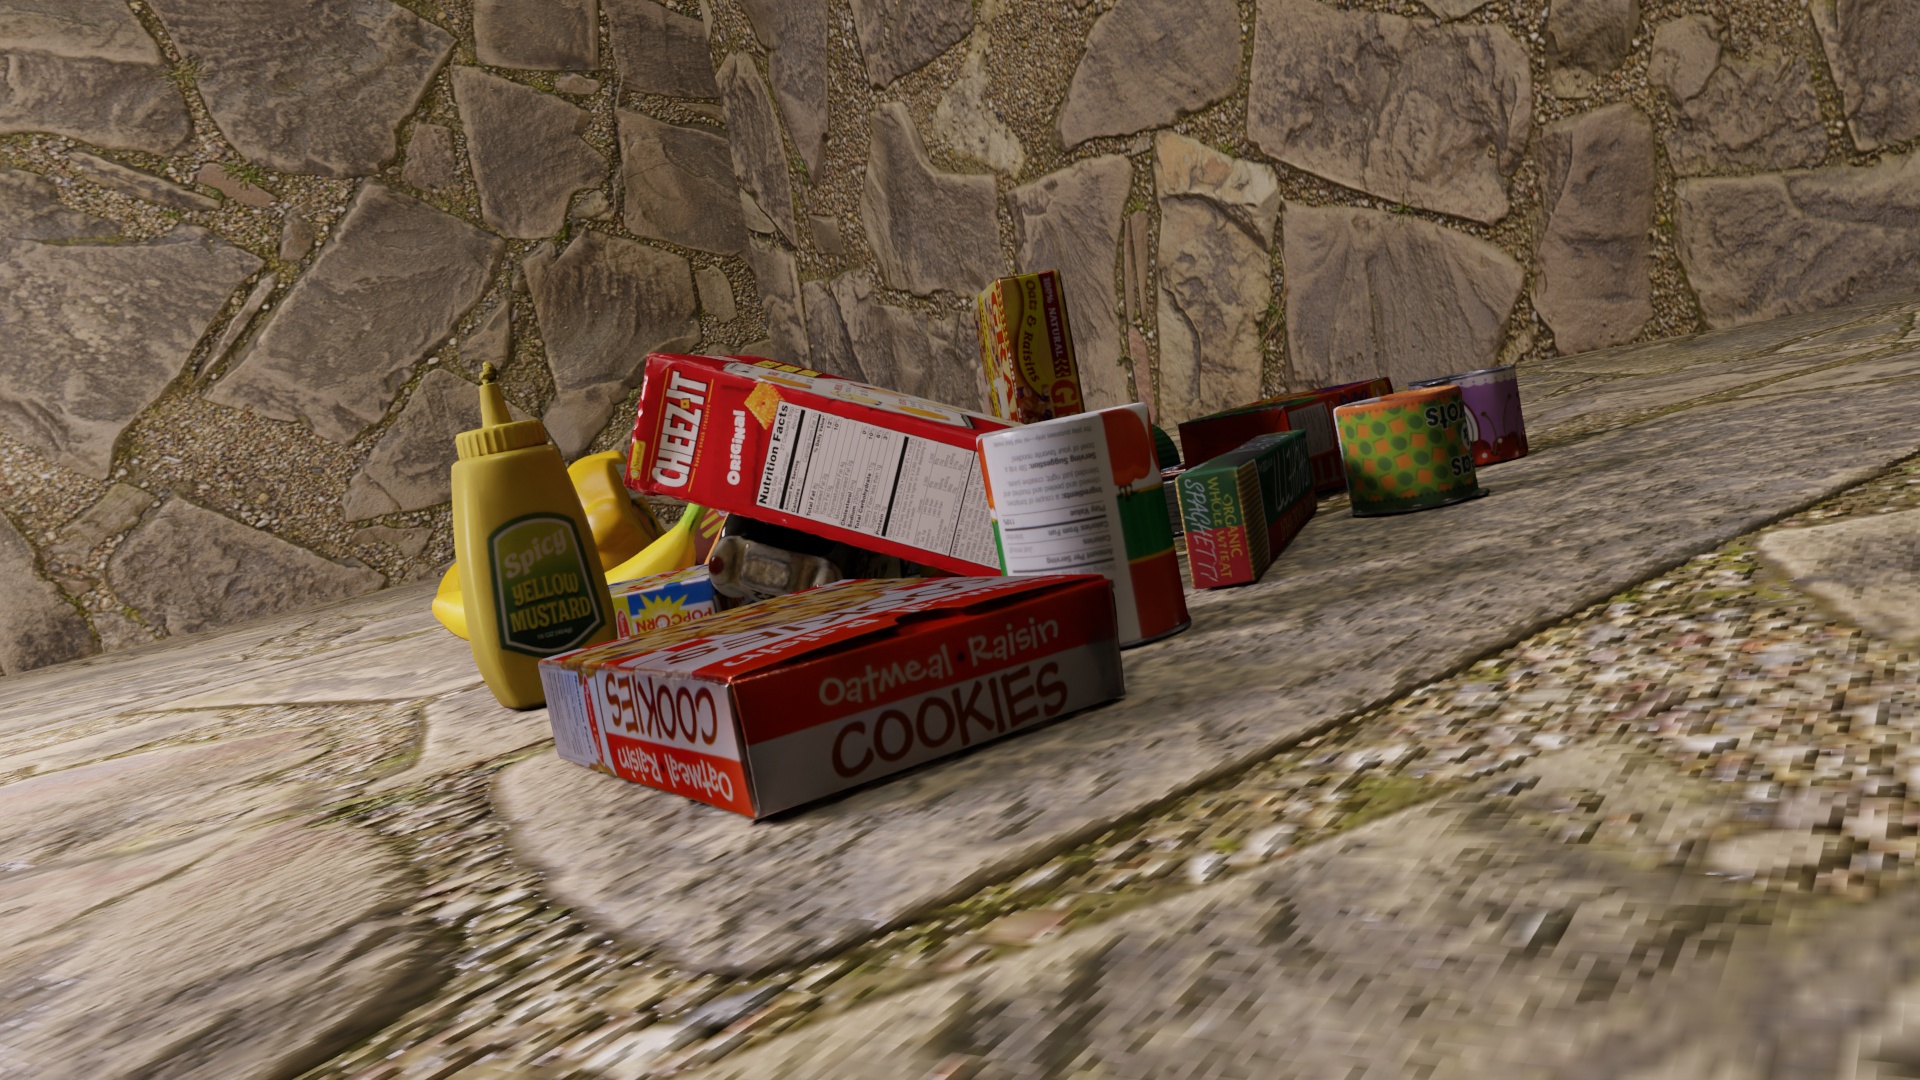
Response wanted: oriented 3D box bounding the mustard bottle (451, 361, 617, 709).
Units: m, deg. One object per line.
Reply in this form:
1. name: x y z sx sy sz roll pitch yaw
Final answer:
1. mustard bottle: -0.204 -0.004 0.644 0.065 0.160 0.049 -15 7 -30

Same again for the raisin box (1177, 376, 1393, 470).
1. raisin box: 0.214 -0.073 0.902 0.124 0.040 0.086 -18 7 -41

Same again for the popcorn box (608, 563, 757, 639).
1. popcorn box: -0.163 0.039 0.767 0.085 0.038 0.127 -11 5 2

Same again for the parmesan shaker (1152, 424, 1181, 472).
1. parmesan shaker: 0.103 -0.047 1.006 0.071 0.071 0.103 -7 6 44

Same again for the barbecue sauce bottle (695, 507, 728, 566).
1. barbecue sauce bottle: -0.157 -0.001 0.950 0.065 0.043 0.149 35 56 24

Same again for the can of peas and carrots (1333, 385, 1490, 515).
1. can of peas and carrots: 0.237 -0.048 0.731 0.071 0.058 0.071 -12 5 1

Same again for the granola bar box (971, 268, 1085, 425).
1. granola bar box: 0.047 -0.073 0.843 0.039 0.165 0.124 -11 4 -6

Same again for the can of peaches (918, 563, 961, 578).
1. can of peaches: 0.003 -0.011 0.853 0.071 0.058 0.071 -11 4 1

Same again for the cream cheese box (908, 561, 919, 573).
1. cream cheese box: -0.003 0.000 0.938 0.104 0.024 0.053 -14 5 -27

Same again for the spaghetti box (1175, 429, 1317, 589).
1. spaghetti box: 0.148 -0.022 0.691 0.028 0.050 0.251 -8 5 21

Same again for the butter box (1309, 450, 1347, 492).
1. butter box: 0.238 -0.047 0.928 0.104 0.024 0.053 -14 6 -26

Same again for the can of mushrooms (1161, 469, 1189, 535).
1. can of mushrooms: 0.135 -0.024 0.844 0.071 0.033 0.071 -12 4 1

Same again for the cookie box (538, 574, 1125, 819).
1. cookie box: -0.048 0.042 0.442 0.123 0.040 0.167 -14 5 -32

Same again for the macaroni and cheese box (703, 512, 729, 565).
1. macaroni and cheese box: -0.081 -0.025 0.913 0.167 0.040 0.123 -17 -38 -54

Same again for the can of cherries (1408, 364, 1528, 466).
1. can of cherries: 0.324 -0.078 0.891 0.071 0.058 0.071 -11 5 1

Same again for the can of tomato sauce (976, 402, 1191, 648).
1. can of tomato sauce: 0.046 -0.005 0.517 0.071 0.083 0.071 -11 5 1

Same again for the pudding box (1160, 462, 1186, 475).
1. pudding box: 0.184 -0.045 1.003 0.049 0.030 0.084 -7 6 35
